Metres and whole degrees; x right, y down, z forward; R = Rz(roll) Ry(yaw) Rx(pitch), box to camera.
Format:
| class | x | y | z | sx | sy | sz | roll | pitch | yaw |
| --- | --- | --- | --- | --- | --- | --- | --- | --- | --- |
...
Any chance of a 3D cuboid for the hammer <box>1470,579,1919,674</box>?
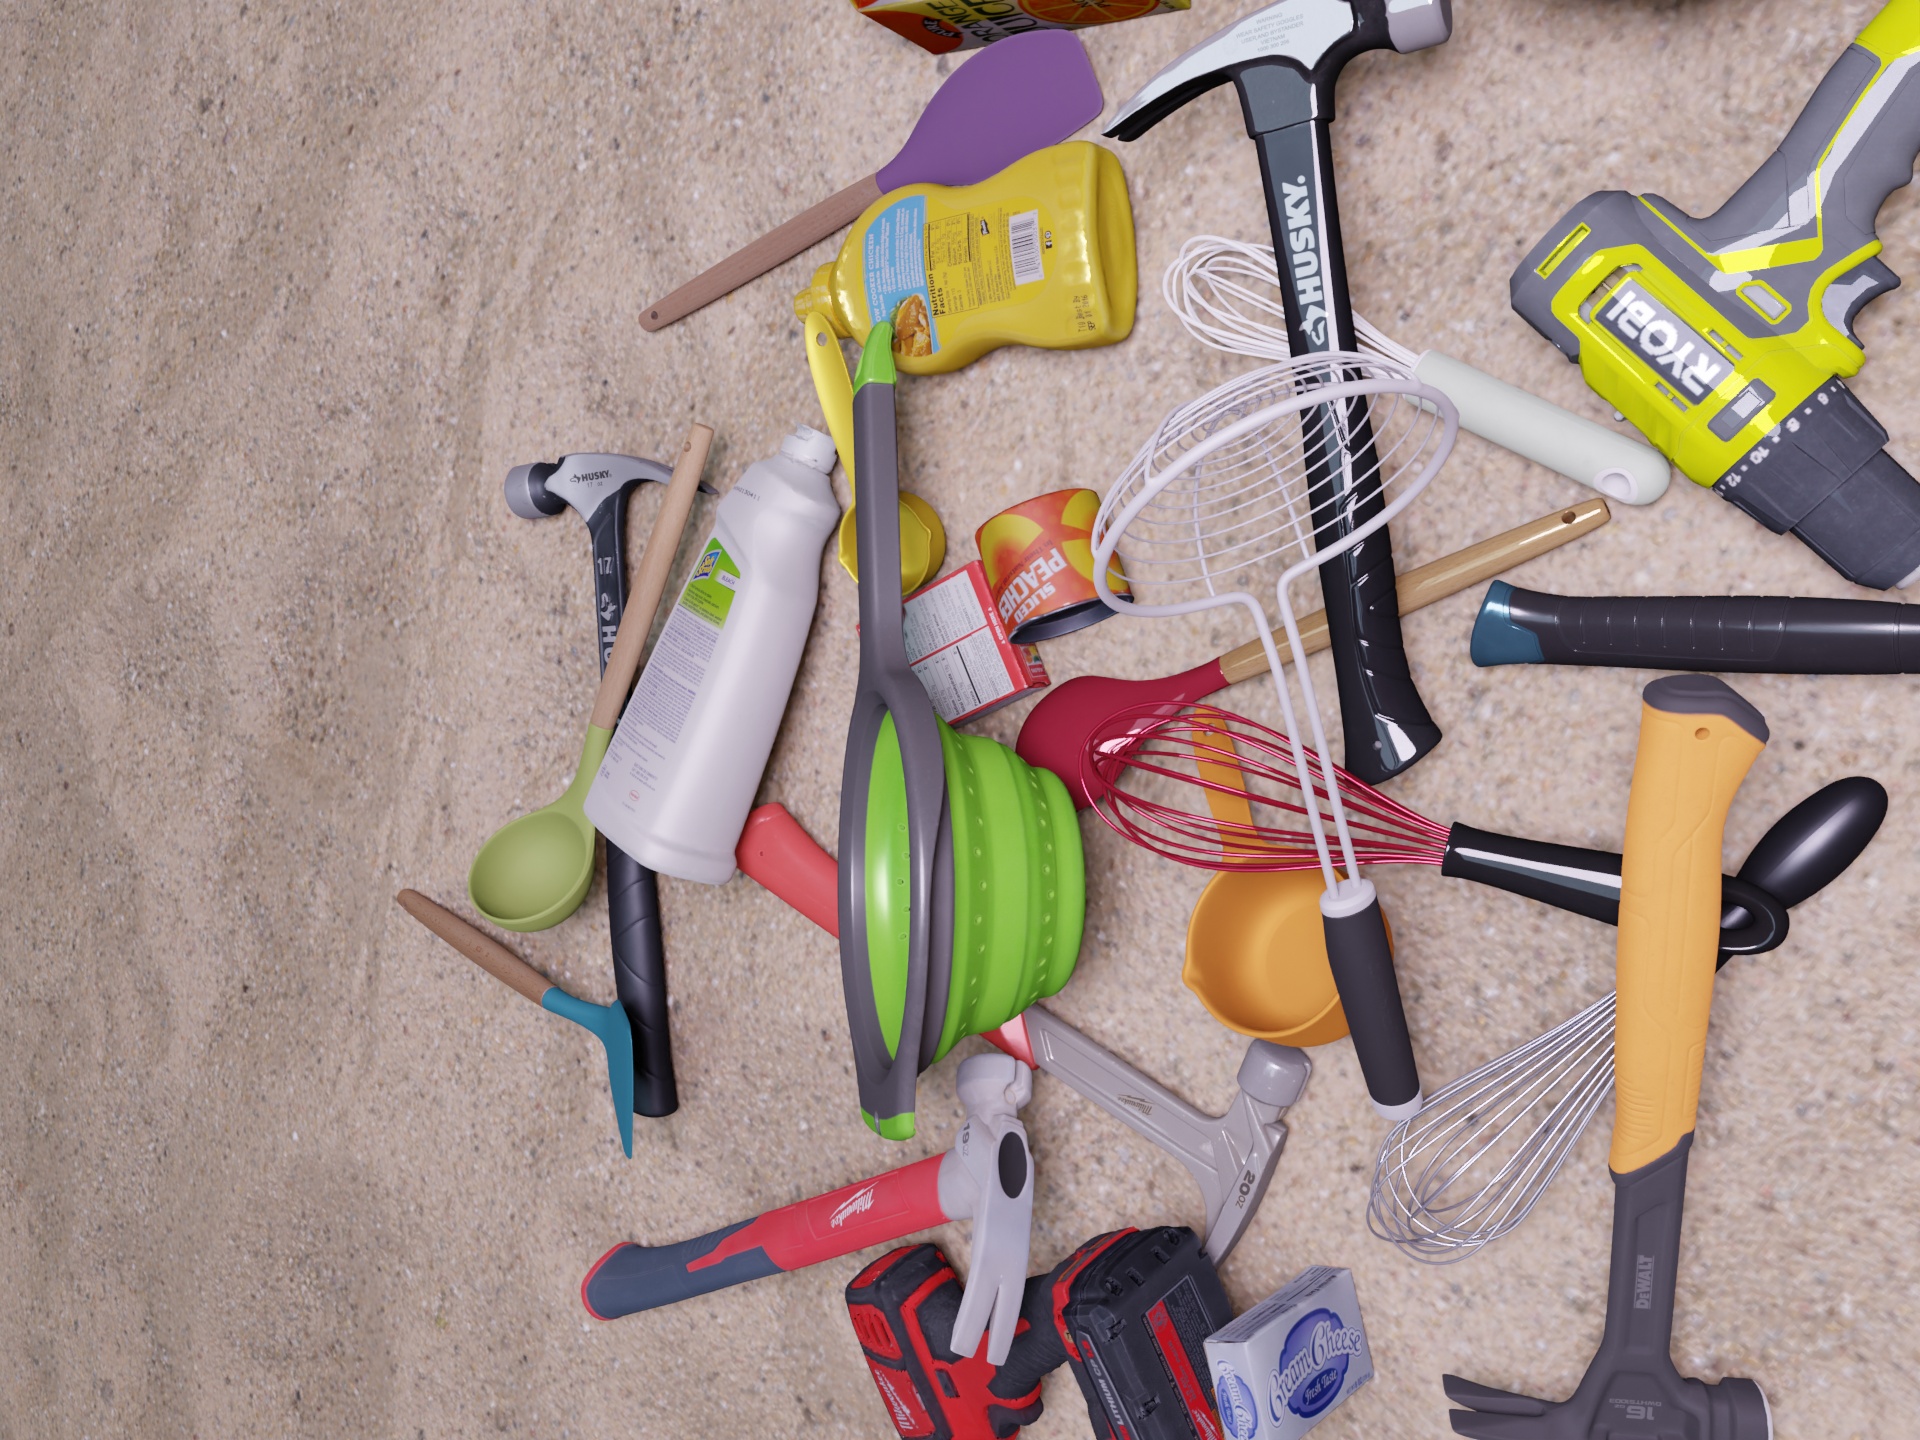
| class | x | y | z | sx | sy | sz | roll | pitch | yaw |
| --- | --- | --- | --- | --- | --- | --- | --- | --- | --- |
| hammer | 0.350 | -0.031 | 0.590 | 0.331 | 0.128 | 0.033 | 5 | 51 | 40 |

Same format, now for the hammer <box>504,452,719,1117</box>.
| class | x | y | z | sx | sy | sz | roll | pitch | yaw |
| --- | --- | --- | --- | --- | --- | --- | --- | --- | --- |
| hammer | -0.202 | 0.038 | 0.975 | 0.149 | 0.036 | 0.409 | -3 | 92 | 31 |

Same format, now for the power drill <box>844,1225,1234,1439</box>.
| class | x | y | z | sx | sy | sz | roll | pitch | yaw |
| --- | --- | --- | --- | --- | --- | --- | --- | --- | --- |
| power drill | 0.040 | 0.331 | 0.796 | 0.219 | 0.078 | 0.143 | -26 | 87 | 45 |

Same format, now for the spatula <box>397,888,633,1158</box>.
| class | x | y | z | sx | sy | sz | roll | pitch | yaw |
| --- | --- | --- | --- | --- | --- | --- | --- | --- | --- |
| spatula | -0.282 | 0.167 | 1.002 | 0.318 | 0.044 | 0.082 | 20 | 115 | 40 |

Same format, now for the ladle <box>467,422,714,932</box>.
| class | x | y | z | sx | sy | sz | roll | pitch | yaw |
| --- | --- | --- | --- | --- | --- | --- | --- | --- | --- |
| ladle | -0.209 | -0.022 | 0.924 | 0.078 | 0.062 | 0.320 | 30 | 106 | 33 |

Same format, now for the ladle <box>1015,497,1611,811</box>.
| class | x | y | z | sx | sy | sz | roll | pitch | yaw |
| --- | --- | --- | --- | --- | --- | --- | --- | --- | --- |
| ladle | 0.149 | -0.032 | 0.751 | 0.315 | 0.031 | 0.069 | -25 | 62 | 29 |

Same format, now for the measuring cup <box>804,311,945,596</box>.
| class | x | y | z | sx | sy | sz | roll | pitch | yaw |
| --- | --- | --- | --- | --- | --- | --- | --- | --- | --- |
| measuring cup | -0.049 | -0.143 | 0.852 | 0.062 | 0.029 | 0.156 | -13 | 98 | 33 |

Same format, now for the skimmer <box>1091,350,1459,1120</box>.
| class | x | y | z | sx | sy | sz | roll | pitch | yaw |
| --- | --- | --- | --- | --- | --- | --- | --- | --- | --- |
| skimmer | 0.142 | 0.035 | 0.585 | 0.127 | 0.090 | 0.363 | -21 | 119 | -1 |

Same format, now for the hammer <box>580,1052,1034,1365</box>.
| class | x | y | z | sx | sy | sz | roll | pitch | yaw |
| --- | --- | --- | --- | --- | --- | --- | --- | --- | --- |
| hammer | -0.102 | 0.301 | 0.871 | 0.386 | 0.038 | 0.143 | -32 | 40 | 40 |

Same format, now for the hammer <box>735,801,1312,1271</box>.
| class | x | y | z | sx | sy | sz | roll | pitch | yaw |
| --- | --- | --- | --- | --- | --- | --- | --- | --- | --- |
| hammer | 0.004 | 0.153 | 0.850 | 0.359 | 0.036 | 0.149 | 29 | 108 | 27 |

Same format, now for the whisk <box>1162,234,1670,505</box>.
| class | x | y | z | sx | sy | sz | roll | pitch | yaw |
| --- | --- | --- | --- | --- | --- | --- | --- | --- | --- |
| whisk | 0.196 | -0.157 | 0.706 | 0.246 | 0.059 | 0.057 | 32 | 153 | 23 |

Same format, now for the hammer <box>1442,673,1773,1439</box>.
| class | x | y | z | sx | sy | sz | roll | pitch | yaw |
| --- | --- | --- | --- | --- | --- | --- | --- | --- | --- |
| hammer | 0.262 | 0.146 | 0.620 | 0.127 | 0.034 | 0.336 | 1 | 108 | 10 |

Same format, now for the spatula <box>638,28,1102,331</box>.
| class | x | y | z | sx | sy | sz | roll | pitch | yaw |
| --- | --- | --- | --- | --- | --- | --- | --- | --- | --- |
| spatula | -0.063 | -0.285 | 0.873 | 0.316 | 0.018 | 0.059 | -20 | 99 | 32 |

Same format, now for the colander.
| class | x | y | z | sx | sy | sz | roll | pitch | yaw |
| --- | --- | --- | --- | --- | --- | --- | --- | --- | --- |
| colander | -0.001 | -0.002 | 0.776 | 0.204 | 0.094 | 0.397 | 141 | 128 | -73 |

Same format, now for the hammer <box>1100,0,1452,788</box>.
| class | x | y | z | sx | sy | sz | roll | pitch | yaw |
| --- | --- | --- | --- | --- | --- | --- | --- | --- | --- |
| hammer | 0.156 | -0.134 | 0.688 | 0.146 | 0.035 | 0.334 | -6 | 100 | 29 |

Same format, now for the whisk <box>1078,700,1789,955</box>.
| class | x | y | z | sx | sy | sz | roll | pitch | yaw |
| --- | --- | --- | --- | --- | --- | --- | --- | --- | --- |
| whisk | 0.186 | 0.048 | 0.668 | 0.296 | 0.073 | 0.073 | 14 | 101 | 23 |

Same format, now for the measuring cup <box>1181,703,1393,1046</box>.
| class | x | y | z | sx | sy | sz | roll | pitch | yaw |
| --- | --- | --- | --- | --- | --- | --- | --- | --- | --- |
| measuring cup | 0.147 | 0.071 | 0.753 | 0.095 | 0.052 | 0.174 | -31 | 52 | 28 |

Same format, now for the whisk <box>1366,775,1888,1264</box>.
| class | x | y | z | sx | sy | sz | roll | pitch | yaw |
| --- | --- | --- | --- | --- | --- | --- | --- | --- | --- |
| whisk | 0.274 | 0.128 | 0.668 | 0.070 | 0.070 | 0.284 | 46 | 111 | 21 |

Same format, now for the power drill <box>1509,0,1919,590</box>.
| class | x | y | z | sx | sy | sz | roll | pitch | yaw |
| --- | --- | --- | --- | --- | --- | --- | --- | --- | --- |
| power drill | 0.349 | -0.180 | 0.587 | 0.191 | 0.080 | 0.228 | 48 | 118 | 14 |
